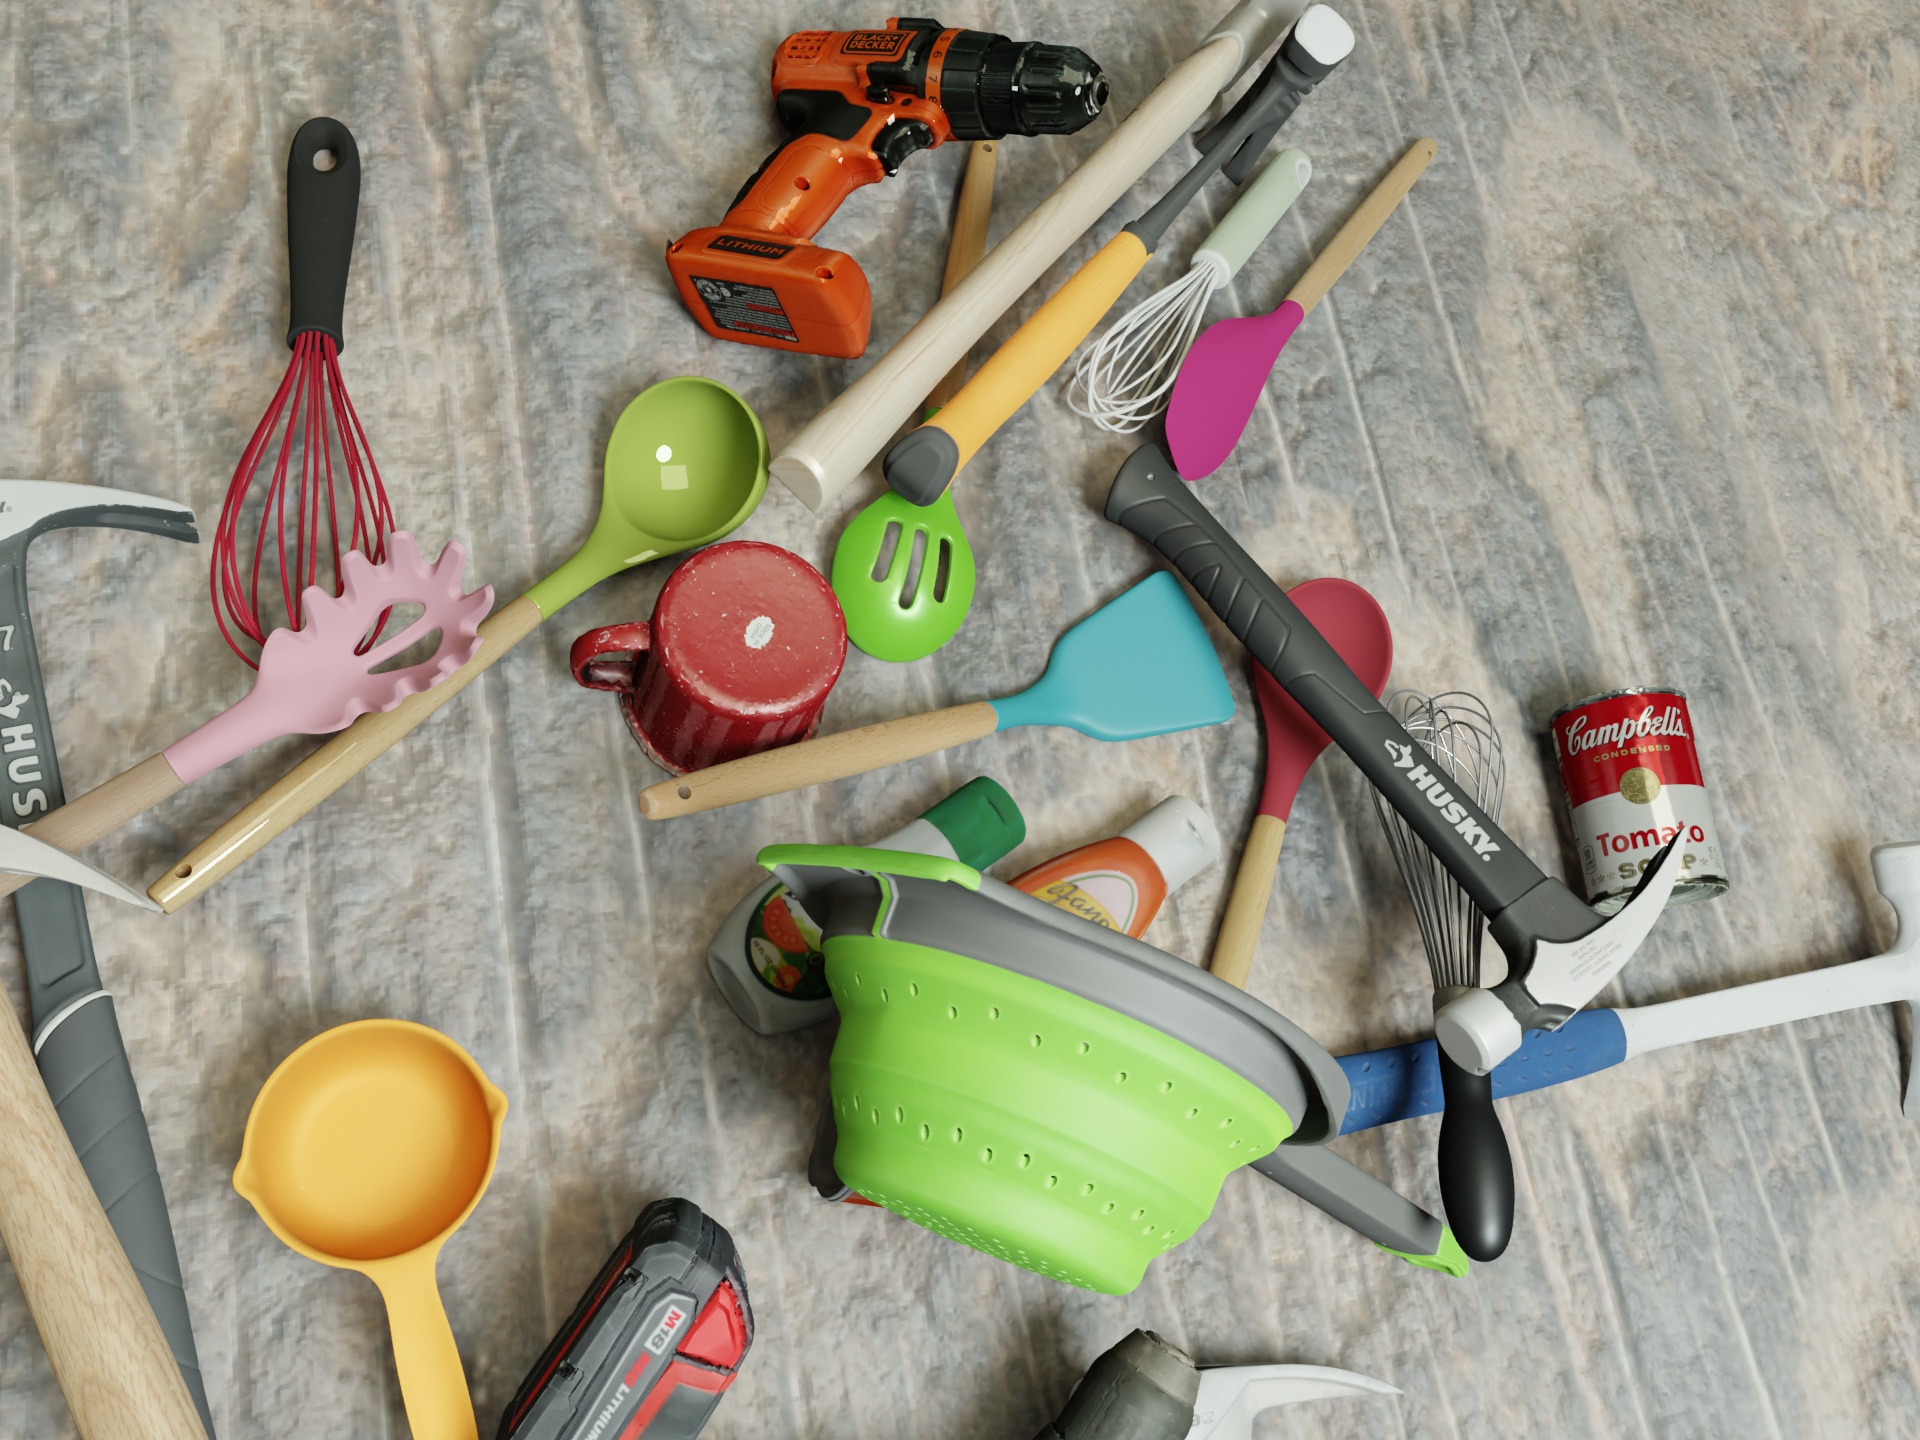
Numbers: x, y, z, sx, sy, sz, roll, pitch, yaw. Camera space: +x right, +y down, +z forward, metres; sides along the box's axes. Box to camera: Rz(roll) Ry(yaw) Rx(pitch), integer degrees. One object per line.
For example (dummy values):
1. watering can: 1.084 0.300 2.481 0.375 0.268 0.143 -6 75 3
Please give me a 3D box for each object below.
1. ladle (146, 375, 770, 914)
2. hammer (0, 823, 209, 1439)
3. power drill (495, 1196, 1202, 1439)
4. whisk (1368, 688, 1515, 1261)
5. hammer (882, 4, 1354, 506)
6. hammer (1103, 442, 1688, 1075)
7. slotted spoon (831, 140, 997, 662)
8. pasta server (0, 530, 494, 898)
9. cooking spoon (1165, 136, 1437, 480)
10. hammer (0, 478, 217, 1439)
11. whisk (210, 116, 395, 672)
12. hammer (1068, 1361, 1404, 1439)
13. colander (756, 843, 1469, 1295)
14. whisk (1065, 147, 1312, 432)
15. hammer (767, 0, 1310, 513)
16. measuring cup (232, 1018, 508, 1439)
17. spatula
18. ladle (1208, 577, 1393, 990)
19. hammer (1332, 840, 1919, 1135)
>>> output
1. ladle: -0.198 -0.038 0.656 0.078 0.062 0.320 36 59 15
2. hammer: -0.289 0.185 0.526 0.130 0.031 0.331 -25 87 -16
3. power drill: -0.036 0.267 0.583 0.226 0.080 0.188 36 80 -5
4. whisk: 0.223 0.102 0.723 0.070 0.070 0.285 16 53 -12
5. hammer: 0.073 -0.224 0.798 0.034 0.127 0.337 42 68 -4
6. hammer: 0.181 -0.010 0.737 0.146 0.035 0.335 -29 65 -19
7. slotted spoon: -0.009 -0.175 0.798 0.070 0.031 0.314 16 65 -16
8. pasta server: -0.311 0.031 0.574 0.316 0.040 0.060 -35 87 -19
9. cooking spoon: 0.195 -0.241 0.880 0.319 0.017 0.068 -51 133 -30
10. hammer: -0.329 0.092 0.594 0.149 0.036 0.409 -14 76 -23
11. whisk: -0.279 -0.147 0.687 0.073 0.073 0.296 0 64 -18
12. hammer: 0.127 0.453 0.607 0.143 0.038 0.387 3 70 -19
13. colander: 0.076 0.176 0.595 0.396 0.204 0.094 37 66 -34
14. whisk: 0.130 -0.239 0.858 0.246 0.059 0.057 -53 136 -30
15. hammer: 0.050 -0.246 0.770 0.038 0.146 0.411 43 63 -7
16. measuring cup: -0.205 0.198 0.586 0.095 0.052 0.174 -14 78 -22
17. spatula: -0.001 -0.002 0.699 0.317 0.044 0.082 -15 79 -43
18. ladle: 0.143 0.071 0.757 0.069 0.031 0.316 18 68 6
19. hammer: 0.328 0.157 0.772 0.405 0.035 0.144 -7 86 -17
